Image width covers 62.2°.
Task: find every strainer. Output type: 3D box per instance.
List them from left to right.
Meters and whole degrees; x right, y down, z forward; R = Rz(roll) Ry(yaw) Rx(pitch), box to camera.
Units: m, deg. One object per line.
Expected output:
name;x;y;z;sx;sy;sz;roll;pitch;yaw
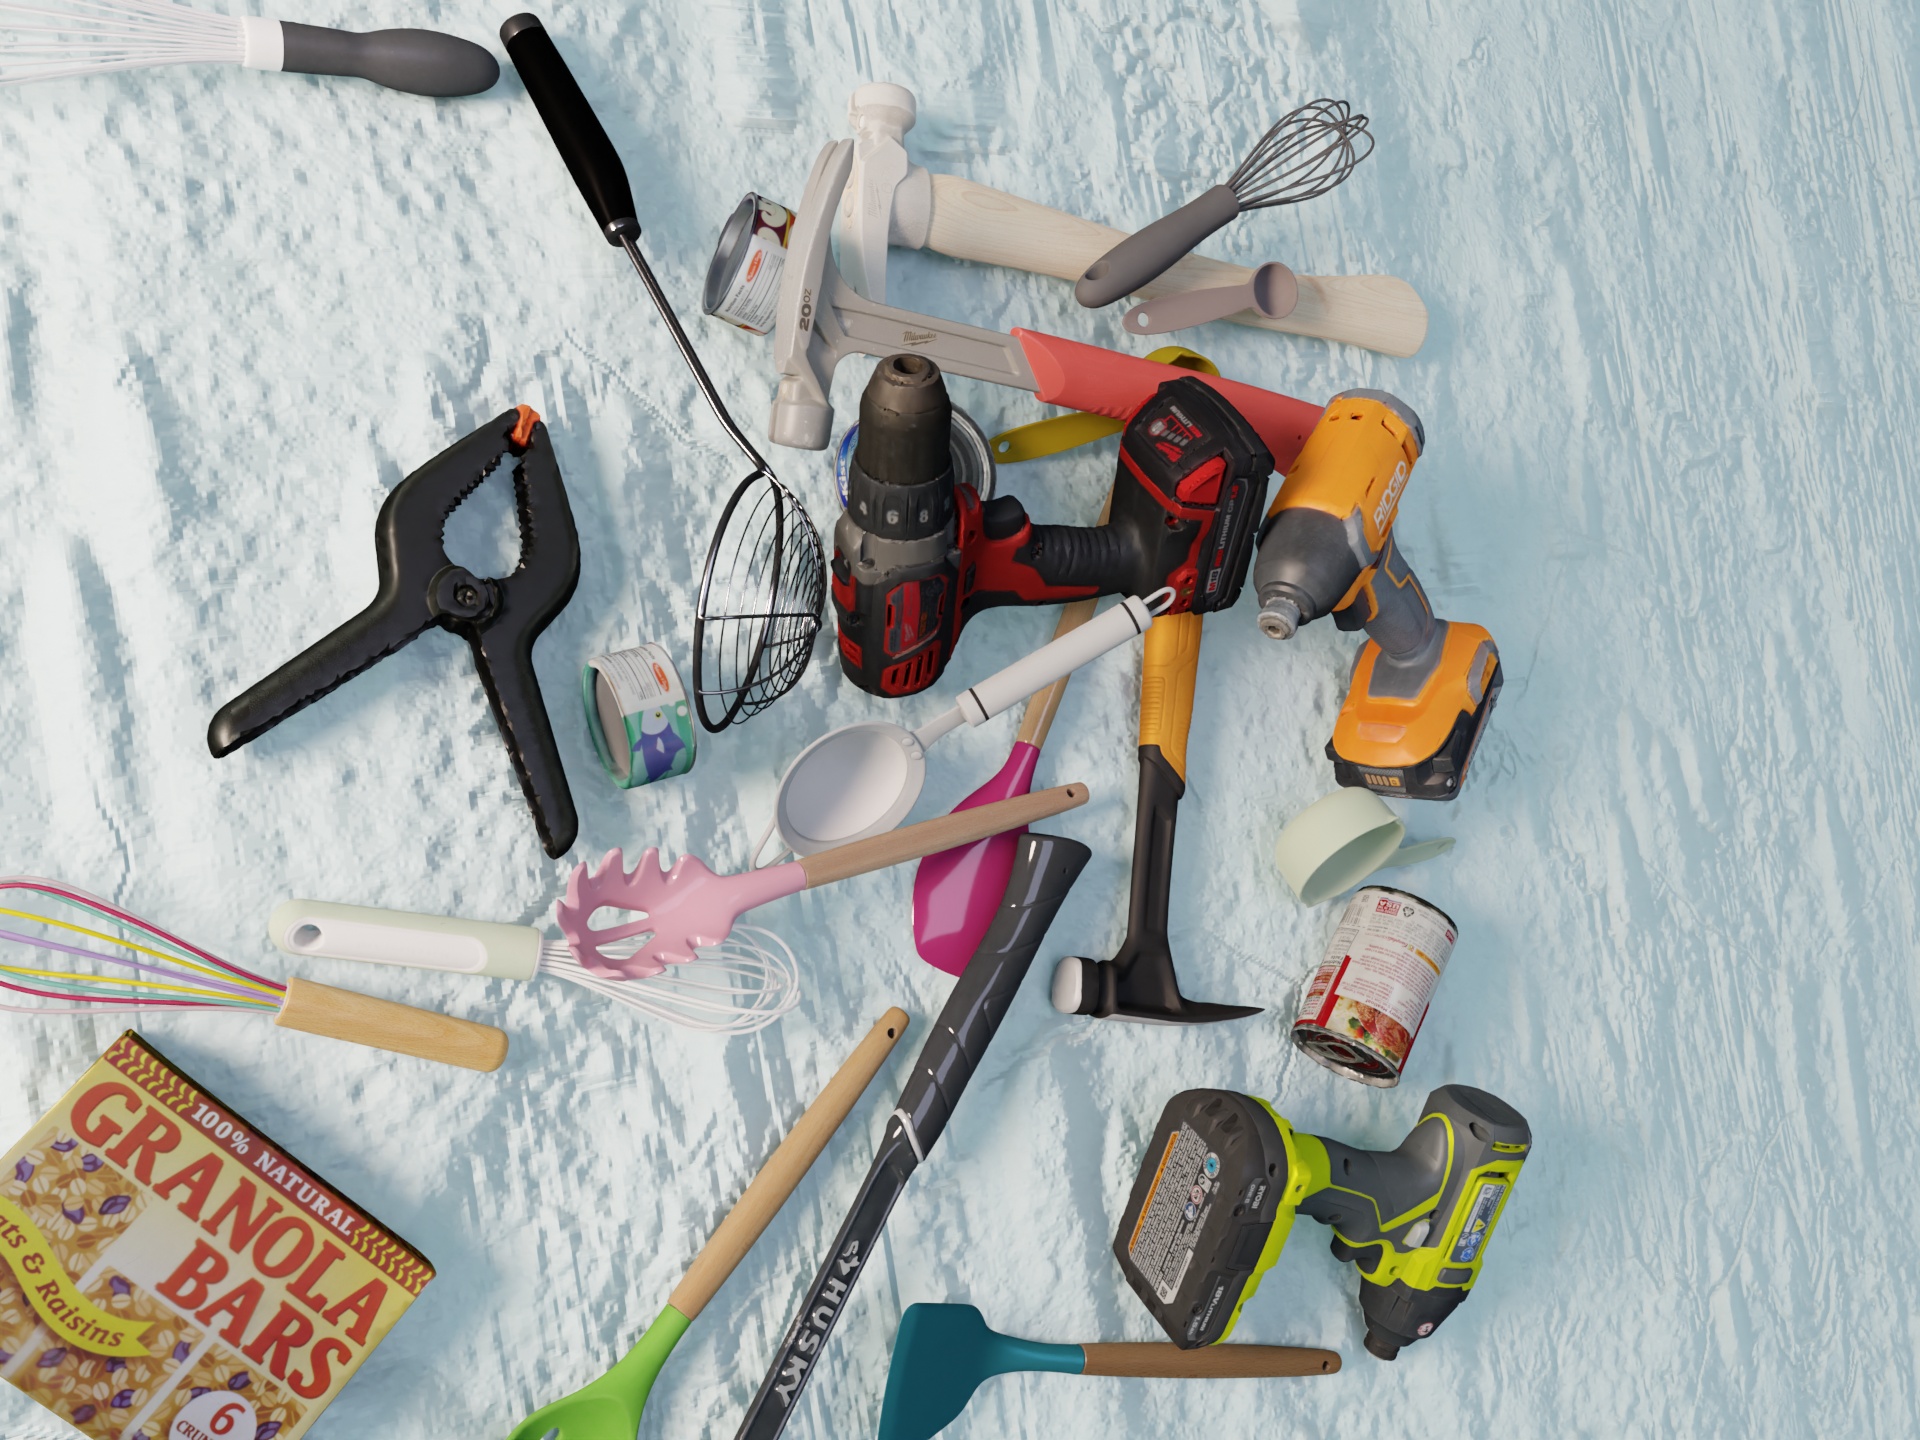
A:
strainer;-0.001;-0.003;0.817;0.258;0.050;0.086;-30;136;-2

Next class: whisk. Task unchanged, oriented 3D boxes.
whisk;-0.345;-0.306;0.707;0.284;0.070;0.070;-8;87;-33
whisk;-0.314;0.115;0.682;0.244;0.051;0.047;22;108;-29
whisk;-0.191;0.111;0.741;0.246;0.059;0.057;11;106;-22
whisk;0.157;-0.302;0.936;0.239;0.055;0.055;-37;101;-21

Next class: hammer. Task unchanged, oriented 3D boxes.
hammer;-0.032;0.231;0.800;0.149;0.036;0.409;44;64;-33
hammer;0.070;-0.196;0.866;0.358;0.037;0.149;5;103;-31
hammer;0.120;-0.260;0.957;0.410;0.038;0.146;4;83;-28
hammer;0.126;0.007;0.928;0.127;0.034;0.337;10;79;-26

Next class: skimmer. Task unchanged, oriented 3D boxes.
skimmer;-0.164;-0.173;0.780;0.090;0.127;0.363;-28;85;5

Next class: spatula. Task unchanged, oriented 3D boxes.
spatula;0.090;0.352;0.860;0.317;0.044;0.082;12;87;-28

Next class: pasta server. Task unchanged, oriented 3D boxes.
pasta server;-0.054;0.068;0.792;0.316;0.040;0.060;-13;73;-35

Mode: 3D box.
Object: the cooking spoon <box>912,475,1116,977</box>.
cooking spoon;0.047;-0.009;0.896;0.068;0.017;0.319;28;72;-23

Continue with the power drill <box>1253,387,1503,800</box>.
power drill;0.235;-0.054;0.917;0.164;0.084;0.226;-58;134;-29

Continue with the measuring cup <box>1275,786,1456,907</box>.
measuring cup;0.255;0.072;0.982;0.167;0.083;0.038;-1;47;-46

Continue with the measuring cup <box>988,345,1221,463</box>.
measuring cup;0.079;-0.180;0.931;0.156;0.029;0.062;-18;128;-16

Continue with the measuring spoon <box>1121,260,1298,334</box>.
measuring spoon;0.146;-0.247;0.946;0.124;0.018;0.034;-17;100;-22

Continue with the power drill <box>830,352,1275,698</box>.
power drill;0.042;-0.113;0.810;0.226;0.187;0.080;-15;47;-20

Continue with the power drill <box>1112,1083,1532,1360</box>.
power drill;0.206;0.287;0.897;0.223;0.080;0.171;11;104;-28

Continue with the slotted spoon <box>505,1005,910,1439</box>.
slotted spoon;-0.118;0.266;0.770;0.070;0.031;0.314;46;64;-16
